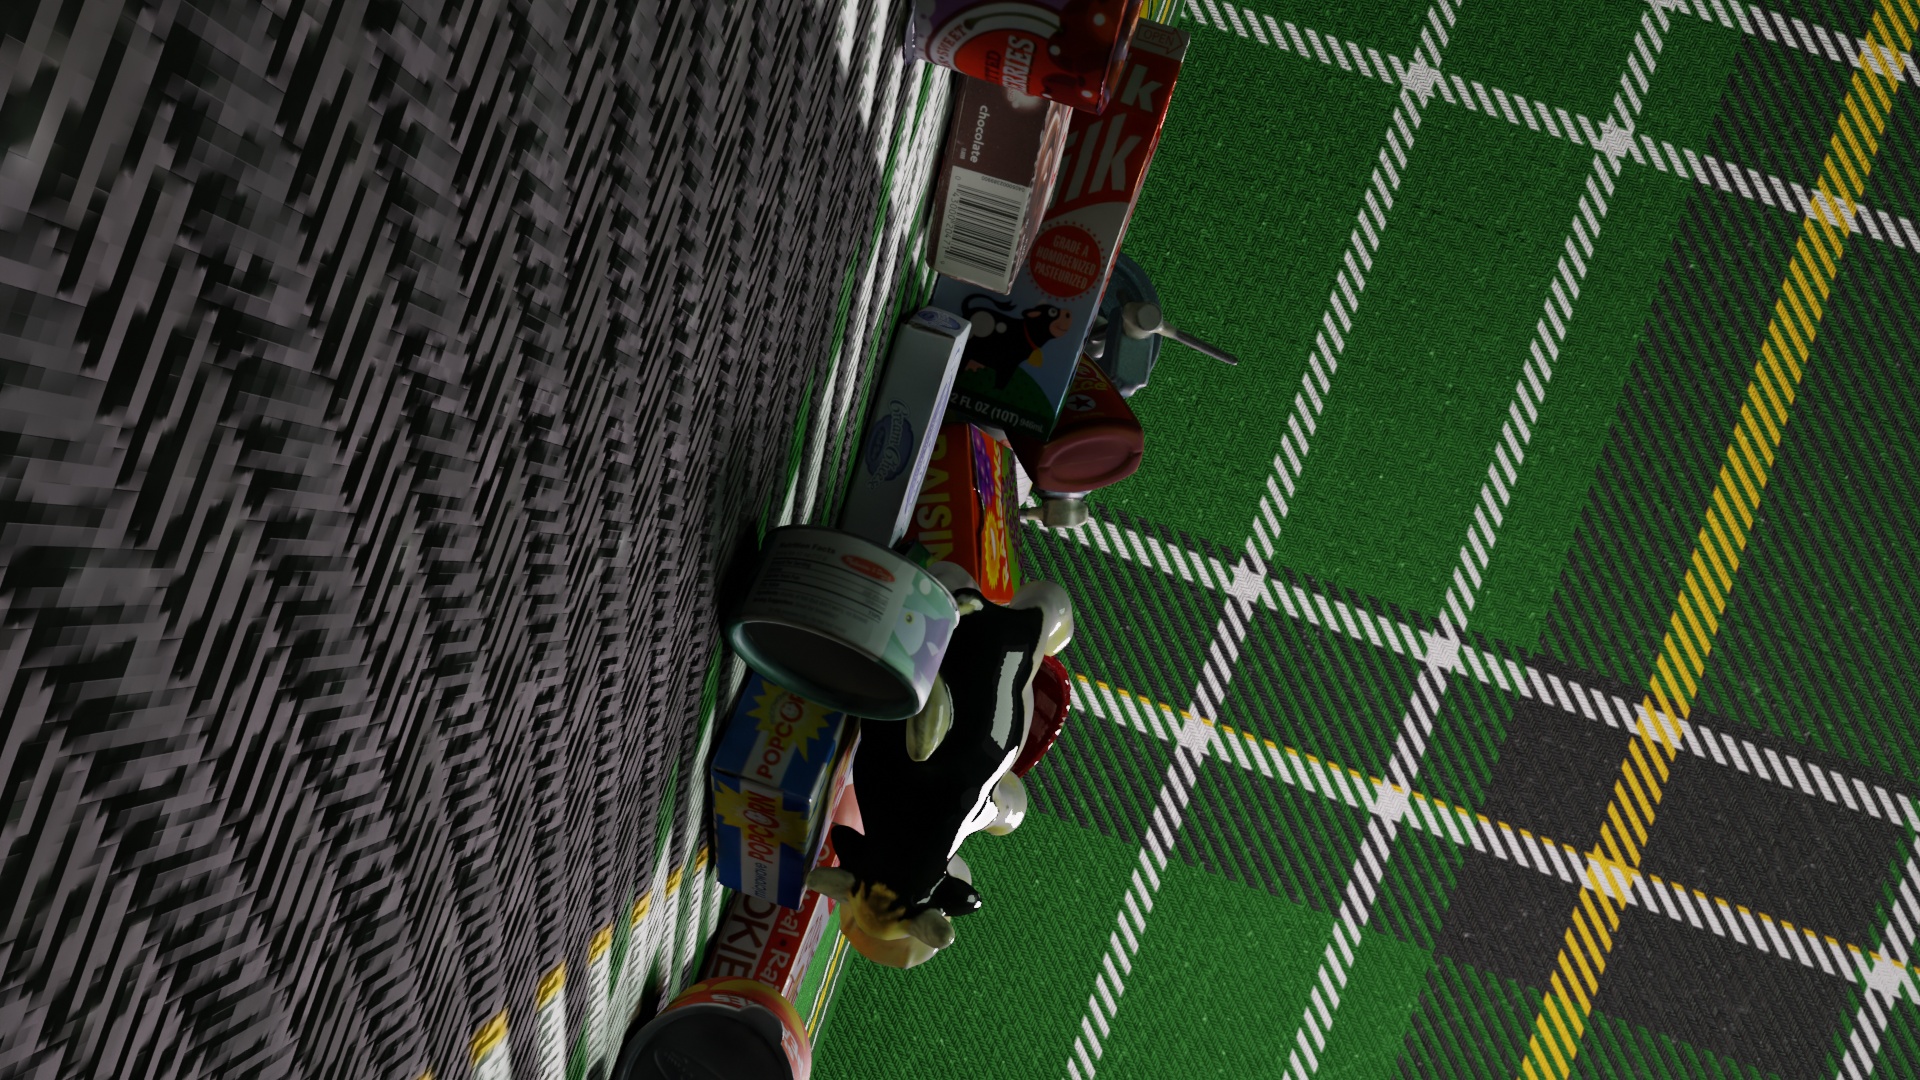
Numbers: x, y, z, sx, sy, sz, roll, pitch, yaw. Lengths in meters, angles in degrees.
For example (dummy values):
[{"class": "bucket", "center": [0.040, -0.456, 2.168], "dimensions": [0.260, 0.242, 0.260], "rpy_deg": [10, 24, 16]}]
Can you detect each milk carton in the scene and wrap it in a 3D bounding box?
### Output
[{"class": "milk carton", "center": [0.041, -0.149, 0.640], "dimensions": [0.073, 0.072, 0.190], "rpy_deg": [-55, 164, -77]}]

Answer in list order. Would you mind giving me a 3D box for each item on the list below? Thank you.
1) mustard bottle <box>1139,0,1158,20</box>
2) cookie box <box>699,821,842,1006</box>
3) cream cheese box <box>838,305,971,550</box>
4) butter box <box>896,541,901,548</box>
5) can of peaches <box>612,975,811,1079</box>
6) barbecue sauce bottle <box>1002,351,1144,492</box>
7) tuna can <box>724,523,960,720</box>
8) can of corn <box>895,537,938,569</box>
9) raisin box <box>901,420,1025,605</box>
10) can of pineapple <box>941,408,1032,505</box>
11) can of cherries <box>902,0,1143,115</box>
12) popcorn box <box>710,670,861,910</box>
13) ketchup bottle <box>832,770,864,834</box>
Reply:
[{"class": "mustard bottle", "center": [0.085, -0.301, 0.695], "dimensions": [0.065, 0.049, 0.160], "rpy_deg": [103, 7, -74]}, {"class": "cookie box", "center": [-0.103, 0.222, 0.681], "dimensions": [0.122, 0.040, 0.168], "rpy_deg": [102, 9, -67]}, {"class": "cream cheese box", "center": [-0.024, -0.045, 0.587], "dimensions": [0.053, 0.024, 0.103], "rpy_deg": [-65, 174, -72]}, {"class": "butter box", "center": [-0.031, 0.011, 0.784], "dimensions": [0.053, 0.024, 0.103], "rpy_deg": [-66, 173, -53]}, {"class": "can of peaches", "center": [-0.090, 0.200, 0.522], "dimensions": [0.058, 0.071, 0.071], "rpy_deg": [90, 20, -82]}, {"class": "barbecue sauce bottle", "center": [0.045, -0.087, 0.758], "dimensions": [0.149, 0.065, 0.043], "rpy_deg": [-114, -160, -46]}, {"class": "tuna can", "center": [-0.036, 0.027, 0.427], "dimensions": [0.070, 0.071, 0.033], "rpy_deg": [102, 9, -63]}, {"class": "can of corn", "center": [-0.022, 0.041, 0.604], "dimensions": [0.071, 0.058, 0.071], "rpy_deg": [-44, -174, 6]}, {"class": "raisin box", "center": [0.002, -0.009, 0.697], "dimensions": [0.123, 0.040, 0.086], "rpy_deg": [14, 72, -77]}, {"class": "can of pineapple", "center": [0.015, -0.059, 0.800], "dimensions": [0.071, 0.071, 0.057], "rpy_deg": [-66, 175, -56]}, {"class": "can of cherries", "center": [0.022, -0.158, 0.393], "dimensions": [0.071, 0.058, 0.071], "rpy_deg": [12, 97, -87]}, {"class": "popcorn box", "center": [-0.063, 0.081, 0.539], "dimensions": [0.126, 0.038, 0.085], "rpy_deg": [104, 6, -57]}, {"class": "ketchup bottle", "center": [-0.061, 0.114, 0.705], "dimensions": [0.148, 0.043, 0.065], "rpy_deg": [100, 1, -69]}]
